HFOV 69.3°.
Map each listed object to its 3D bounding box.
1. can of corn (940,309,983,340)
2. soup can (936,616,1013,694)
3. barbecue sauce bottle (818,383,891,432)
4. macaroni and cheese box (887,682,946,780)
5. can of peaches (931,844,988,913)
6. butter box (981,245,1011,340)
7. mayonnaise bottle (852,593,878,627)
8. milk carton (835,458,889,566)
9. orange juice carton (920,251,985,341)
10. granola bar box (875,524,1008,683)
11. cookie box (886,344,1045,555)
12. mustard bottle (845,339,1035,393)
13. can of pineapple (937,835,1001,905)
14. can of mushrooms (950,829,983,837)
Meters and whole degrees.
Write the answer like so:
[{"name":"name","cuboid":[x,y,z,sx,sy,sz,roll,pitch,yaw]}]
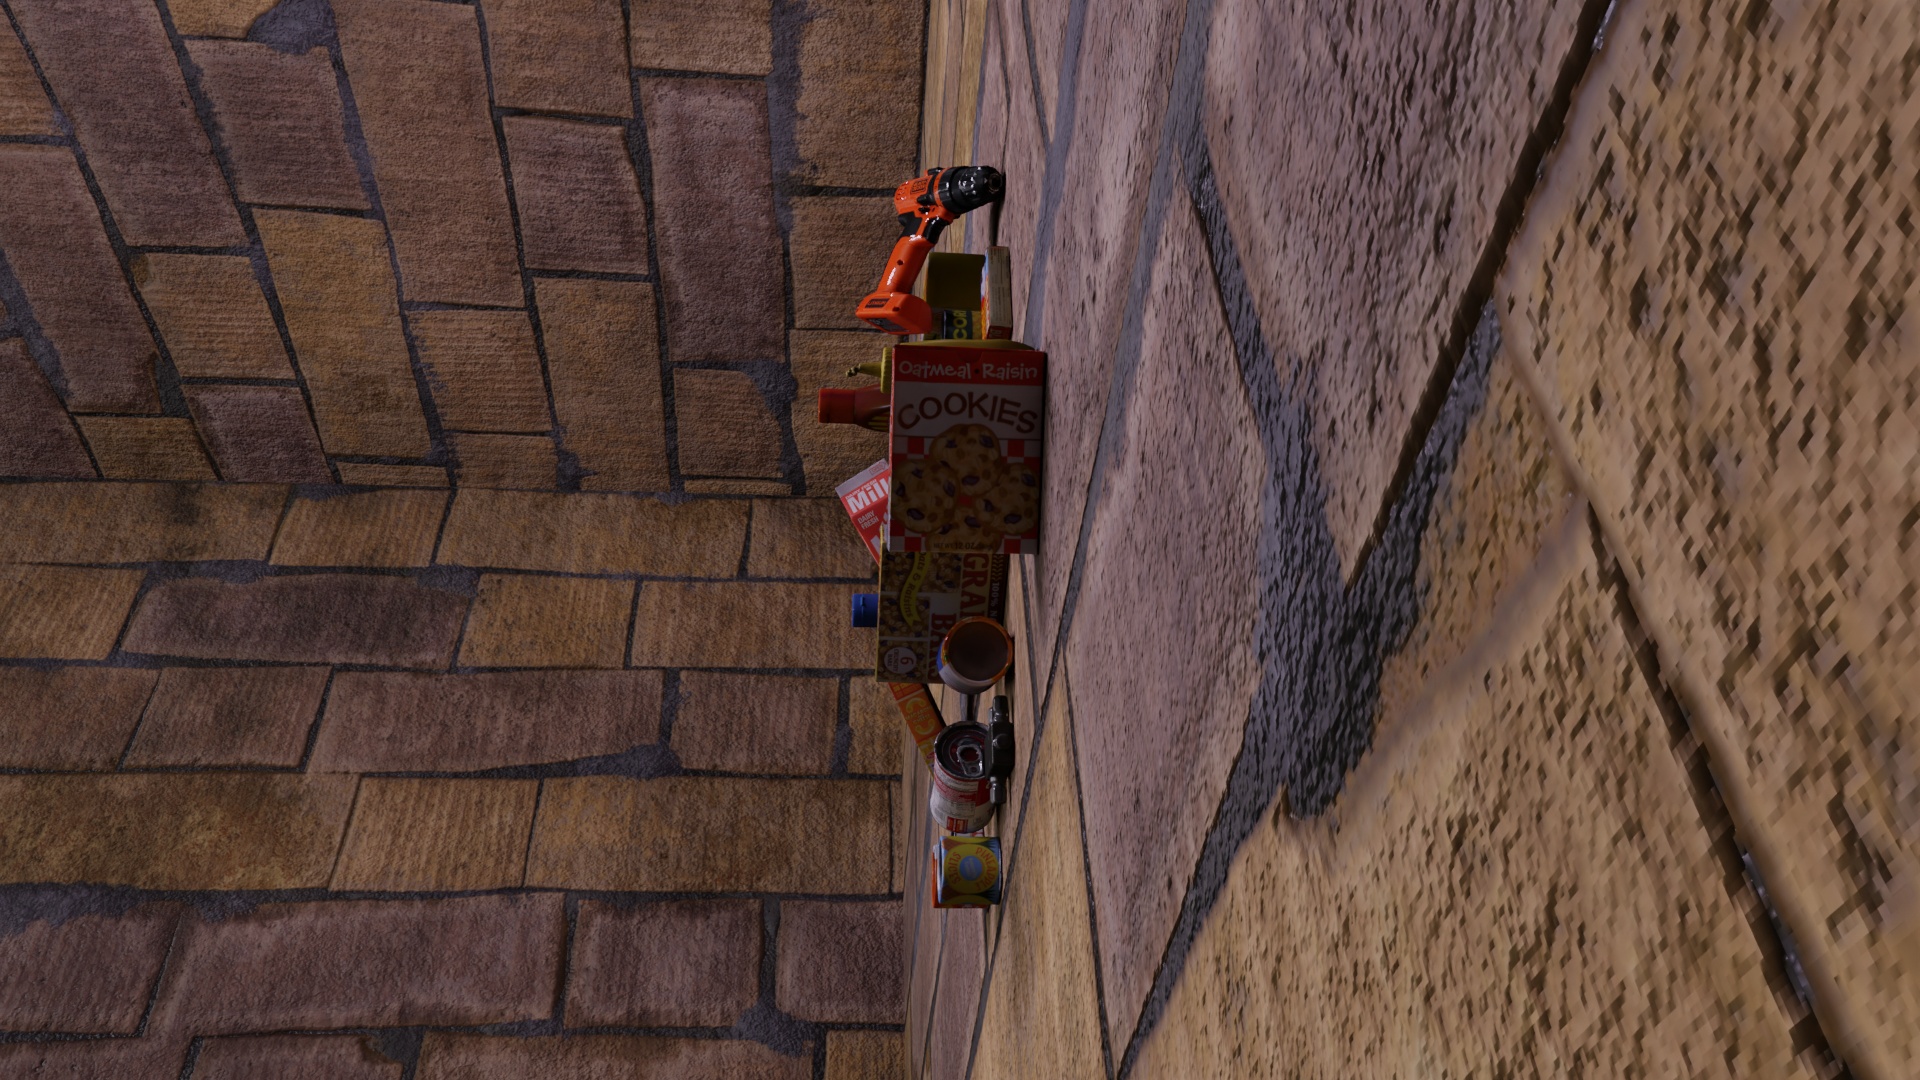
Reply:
[{"name":"can of corn","cuboid":[0.009,-0.218,1.506,0.071,0.058,0.071,-174,85,-85]},{"name":"soup can","cuboid":[0.014,0.107,1.315,0.083,0.071,0.071,115,156,-77]},{"name":"barbecue sauce bottle","cuboid":[-0.074,-0.139,1.461,0.064,0.149,0.044,99,172,-58]},{"name":"macaroni and cheese box","cuboid":[-0.041,0.223,1.694,0.124,0.040,0.166,-128,13,-82]},{"name":"can of peaches","cuboid":[0.000,0.354,1.454,0.071,0.058,0.071,-174,86,-85]},{"name":"butter box","cuboid":[0.036,-0.240,1.396,0.053,0.024,0.104,101,169,-61]},{"name":"mayonnaise bottle","cuboid":[-0.042,0.077,1.495,0.041,0.148,0.065,98,172,-53]},{"name":"milk carton","cuboid":[-0.071,0.002,1.644,0.190,0.072,0.073,59,179,0]},{"name":"orange juice carton","cuboid":[-0.010,-0.271,1.658,0.192,0.073,0.072,109,163,-75]},{"name":"granola bar box","cuboid":[-0.021,0.066,1.380,0.039,0.124,0.164,-98,10,-60]},{"name":"cookie box","cuboid":[0.004,-0.074,1.132,0.040,0.123,0.167,-129,40,-81]},{"name":"mustard bottle","cuboid":[-0.017,-0.143,1.179,0.065,0.160,0.049,104,168,-63]},{"name":"can of pineapple","cuboid":[0.008,0.323,1.361,0.071,0.058,0.071,-174,86,-85]},{"name":"can of mushrooms","cuboid":[0.007,0.342,1.527,0.071,0.033,0.071,-174,86,-85]}]
